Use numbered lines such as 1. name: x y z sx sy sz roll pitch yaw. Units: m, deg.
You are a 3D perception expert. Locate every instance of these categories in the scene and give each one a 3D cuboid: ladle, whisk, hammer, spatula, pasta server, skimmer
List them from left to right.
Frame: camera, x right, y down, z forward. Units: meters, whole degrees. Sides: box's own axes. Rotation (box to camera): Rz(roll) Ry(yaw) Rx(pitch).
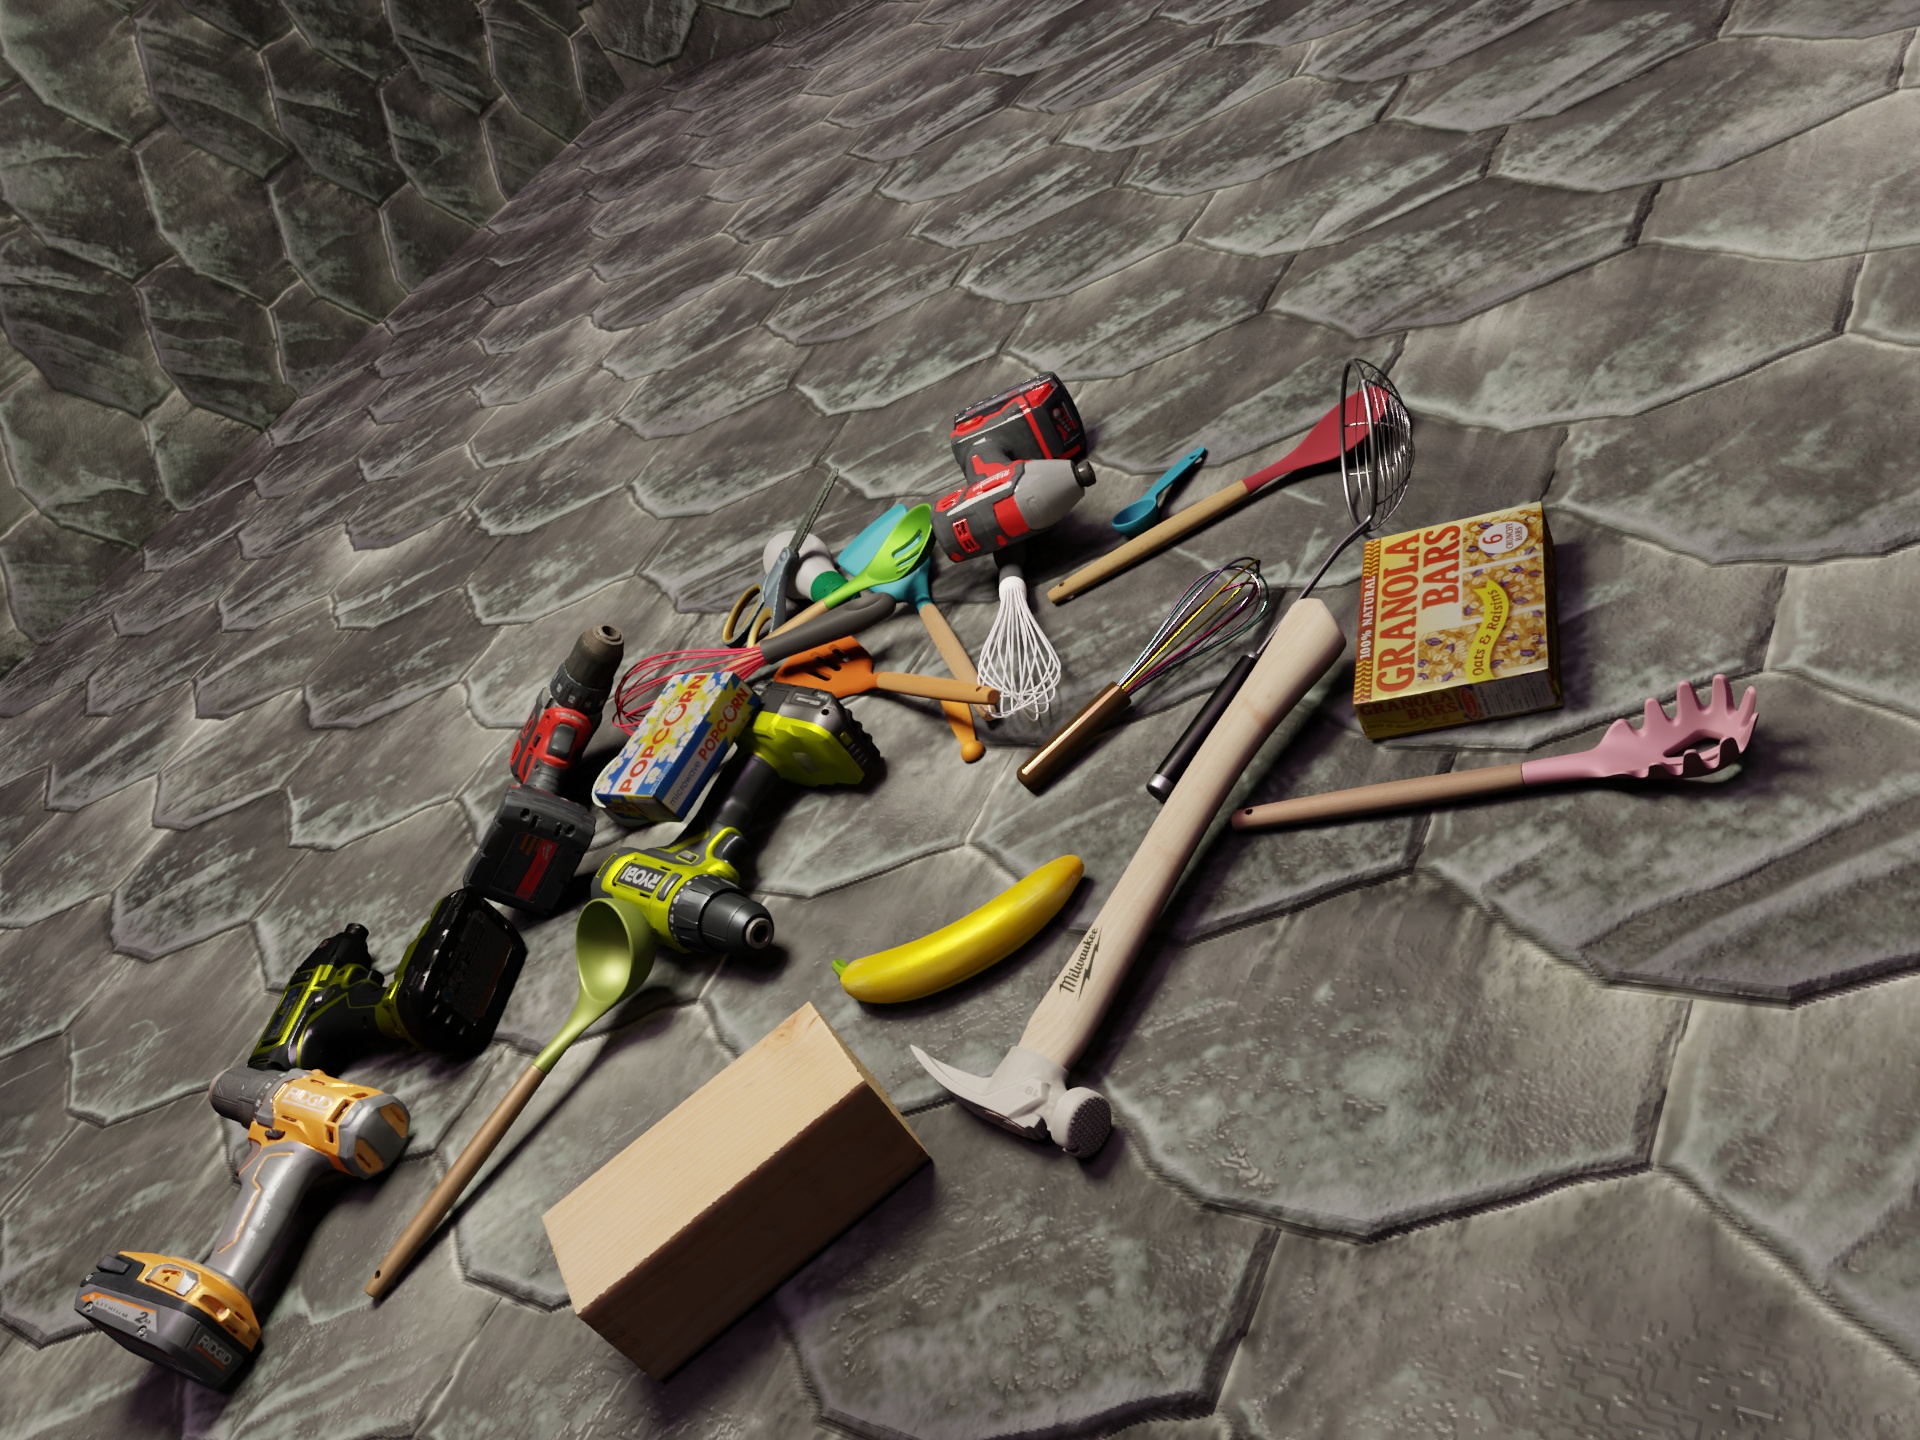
1. ladle: -0.327 0.268 1.143 0.078 0.062 0.320 20 68 43
2. whisk: -0.187 -0.054 1.406 0.296 0.073 0.073 -21 37 19
3. spatula: -0.058 -0.037 1.301 0.081 0.041 0.323 -46 24 -17
4. spatula: -0.029 -0.088 1.365 0.082 0.044 0.318 -40 34 7
5. whisk: 0.045 -0.089 1.303 0.070 0.070 0.285 -23 31 15
6. whisk: 0.137 -0.034 1.179 0.245 0.051 0.047 -42 14 -6
7. hammer: 0.126 0.080 1.022 0.146 0.038 0.411 10 57 47
8. ladle: 0.210 -0.177 1.299 0.315 0.031 0.069 -29 30 9
9. skimmer: 0.219 -0.102 1.143 0.090 0.127 0.363 33 74 18
10. pasta server: 0.309 0.032 0.956 0.316 0.040 0.060 -12 37 30

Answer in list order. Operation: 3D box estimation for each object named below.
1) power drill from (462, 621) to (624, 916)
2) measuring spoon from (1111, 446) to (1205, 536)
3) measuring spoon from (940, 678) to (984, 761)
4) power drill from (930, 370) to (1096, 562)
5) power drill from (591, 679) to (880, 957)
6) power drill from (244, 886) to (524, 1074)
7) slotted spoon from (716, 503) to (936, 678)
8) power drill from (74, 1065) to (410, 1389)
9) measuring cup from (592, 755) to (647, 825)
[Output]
1. power drill: -0.352 0.036 1.388 0.187 0.080 0.227 -55 22 31
2. measuring spoon: 0.176 -0.193 1.359 0.042 0.021 0.129 -2 36 51
3. measuring spoon: -0.002 -0.004 1.271 0.021 0.011 0.117 -29 34 6
4. power drill: 0.053 -0.224 1.406 0.143 0.078 0.220 -21 27 17
5. power drill: -0.166 0.083 1.244 0.191 0.080 0.228 9 55 46
6. power drill: -0.481 0.222 1.329 0.223 0.080 0.171 -18 38 26
7. slotted spoon: -0.138 -0.091 1.432 0.313 0.031 0.070 -34 40 20
8. power drill: -0.546 0.359 1.190 0.185 0.084 0.226 7 47 28
9. measuring cup: -0.241 0.040 1.390 0.167 0.038 0.083 -25 35 9
